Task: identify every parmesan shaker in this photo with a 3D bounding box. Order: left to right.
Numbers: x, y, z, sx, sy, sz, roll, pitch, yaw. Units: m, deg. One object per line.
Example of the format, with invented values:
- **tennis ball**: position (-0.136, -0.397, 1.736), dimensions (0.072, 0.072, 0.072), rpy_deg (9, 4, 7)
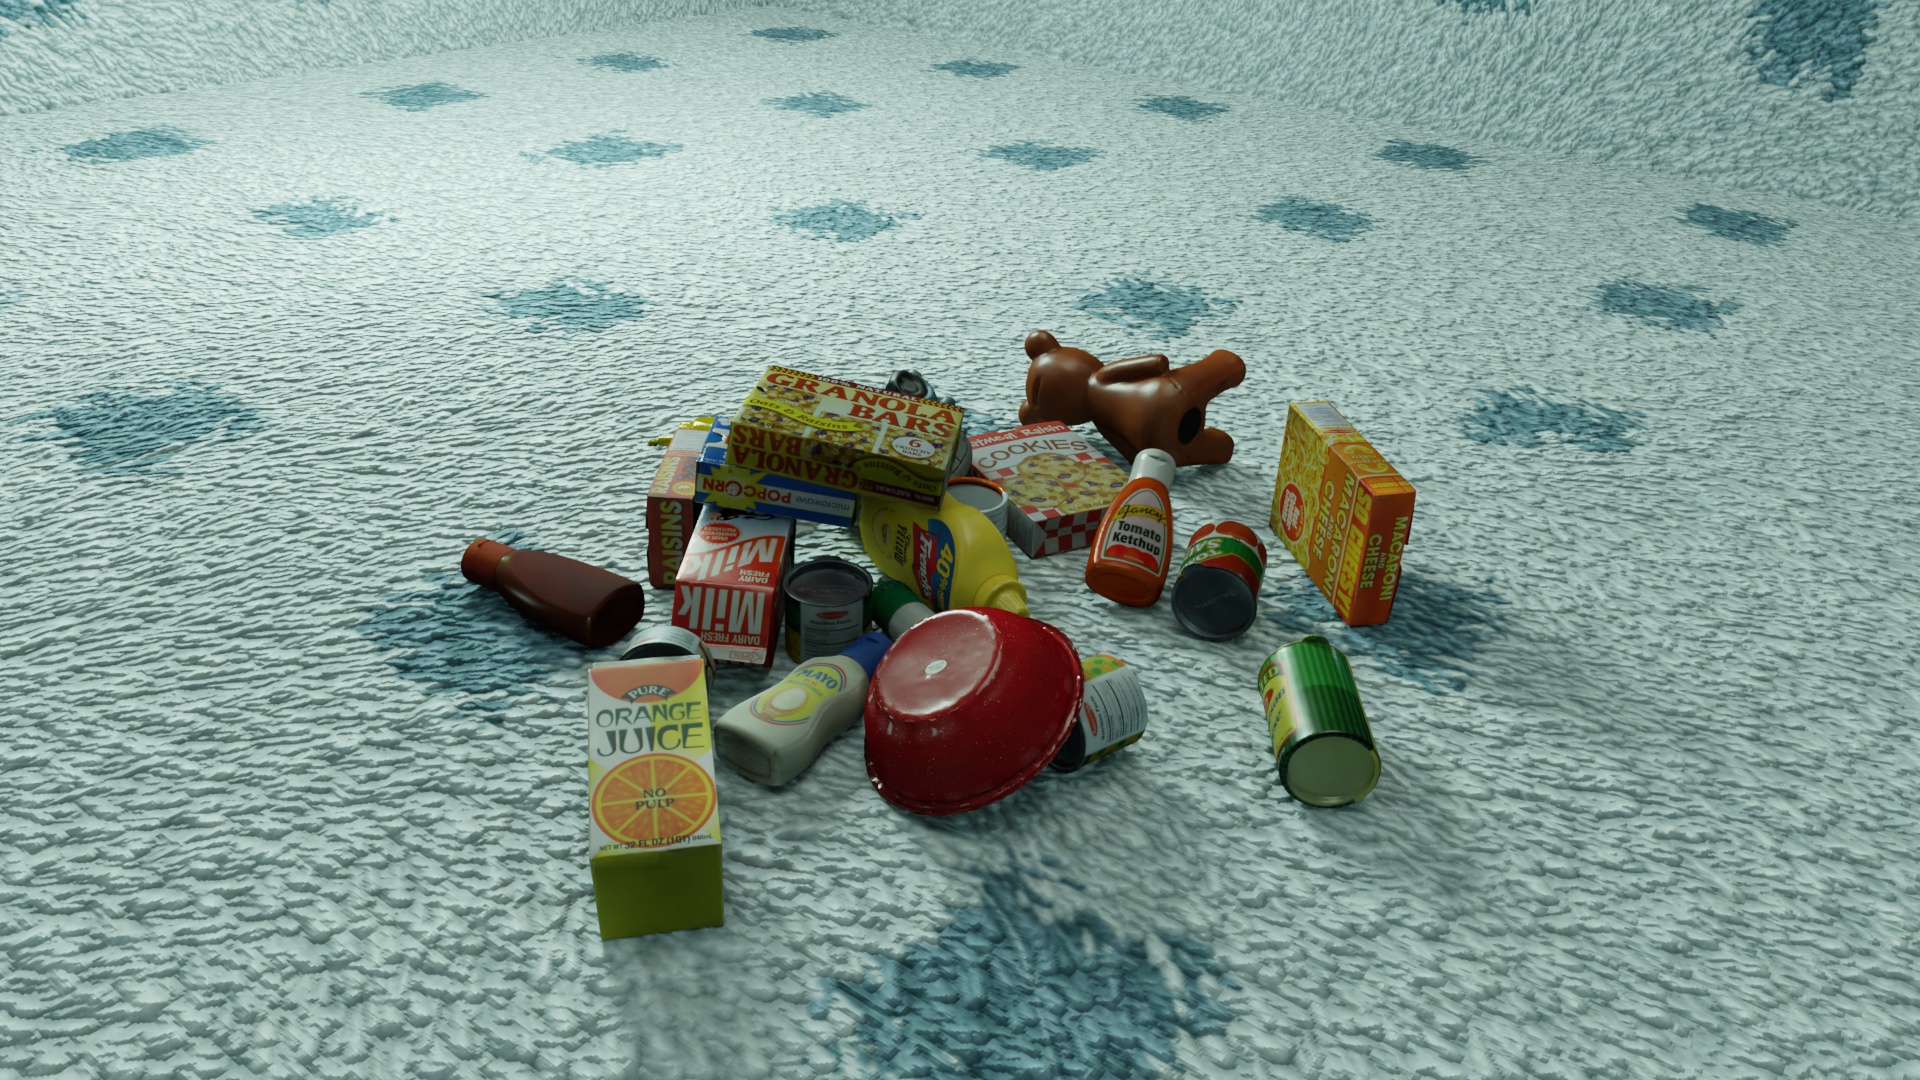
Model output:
- **parmesan shaker**: position (0.241, 0.121, 0.939), dimensions (0.071, 0.071, 0.103), rpy_deg (4, 30, 1)

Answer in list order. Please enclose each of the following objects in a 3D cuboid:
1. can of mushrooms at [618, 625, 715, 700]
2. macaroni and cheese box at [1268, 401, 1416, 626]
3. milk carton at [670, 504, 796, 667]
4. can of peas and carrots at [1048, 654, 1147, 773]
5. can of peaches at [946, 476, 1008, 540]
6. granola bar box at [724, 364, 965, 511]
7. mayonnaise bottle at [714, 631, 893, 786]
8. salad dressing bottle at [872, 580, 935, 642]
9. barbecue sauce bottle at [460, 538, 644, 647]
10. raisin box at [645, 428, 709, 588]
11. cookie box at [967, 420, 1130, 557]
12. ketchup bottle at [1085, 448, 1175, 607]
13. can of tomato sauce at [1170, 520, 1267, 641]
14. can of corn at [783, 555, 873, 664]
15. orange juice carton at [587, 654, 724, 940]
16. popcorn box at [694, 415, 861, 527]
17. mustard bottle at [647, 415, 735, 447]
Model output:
- **can of mushrooms**: position (-0.202, 0.095, 0.946), dimensions (0.071, 0.070, 0.033), rpy_deg (1, 19, -3)
- **macaroni and cheese box**: position (0.313, -0.026, 1.151), dimensions (0.040, 0.123, 0.167), rpy_deg (-4, 31, -11)
- **milk carton**: position (-0.169, 0.035, 1.045), dimensions (0.072, 0.073, 0.191), rpy_deg (5, 29, -1)
- **can of peas and carrots**: position (0.082, 0.116, 0.940), dimensions (0.059, 0.070, 0.071), rpy_deg (-17, 36, -33)
- **can of peaches**: position (0.004, -0.015, 1.166), dimensions (0.071, 0.057, 0.071), rpy_deg (3, 30, -2)
- **granola bar box**: position (-0.086, -0.083, 1.081), dimensions (0.166, 0.038, 0.125), rpy_deg (13, 28, 1)
- **mayonnaise bottle**: position (-0.099, 0.110, 0.953), dimensions (0.065, 0.041, 0.149), rpy_deg (19, 34, 28)
- **salad dressing bottle**: position (-0.020, 0.078, 1.018), dimensions (0.064, 0.043, 0.148), rpy_deg (-22, 36, -22)
- **barbecue sauce bottle**: position (-0.316, 0.035, 1.061), dimensions (0.148, 0.043, 0.065), rpy_deg (18, 33, 25)
- **raisin box**: position (-0.226, -0.028, 1.137), dimensions (0.040, 0.085, 0.124), rpy_deg (4, 30, -2)
- **cookie box**: position (0.078, -0.051, 1.254), dimensions (0.123, 0.040, 0.168), rpy_deg (-12, 33, -24)
- **ketchup bottle**: position (0.148, -0.014, 1.153), dimensions (0.065, 0.043, 0.149), rpy_deg (19, 48, 2)
- **can of tomato sauce**: position (0.204, 0.029, 1.099), dimensions (0.071, 0.070, 0.083), rpy_deg (11, 30, 13)
- **can of corn**: position (-0.098, 0.053, 1.036), dimensions (0.071, 0.058, 0.071), rpy_deg (2, 30, -1)
- **orange juice carton**: position (-0.186, 0.137, 0.841), dimensions (0.072, 0.072, 0.193), rpy_deg (-4, 39, -12)
- **popcorn box**: position (-0.139, -0.055, 1.094), dimensions (0.127, 0.038, 0.085), rpy_deg (10, 30, -4)
- **mustard bottle**: position (-0.209, -0.088, 1.281), dimensions (0.160, 0.048, 0.065), rpy_deg (3, 28, -1)
